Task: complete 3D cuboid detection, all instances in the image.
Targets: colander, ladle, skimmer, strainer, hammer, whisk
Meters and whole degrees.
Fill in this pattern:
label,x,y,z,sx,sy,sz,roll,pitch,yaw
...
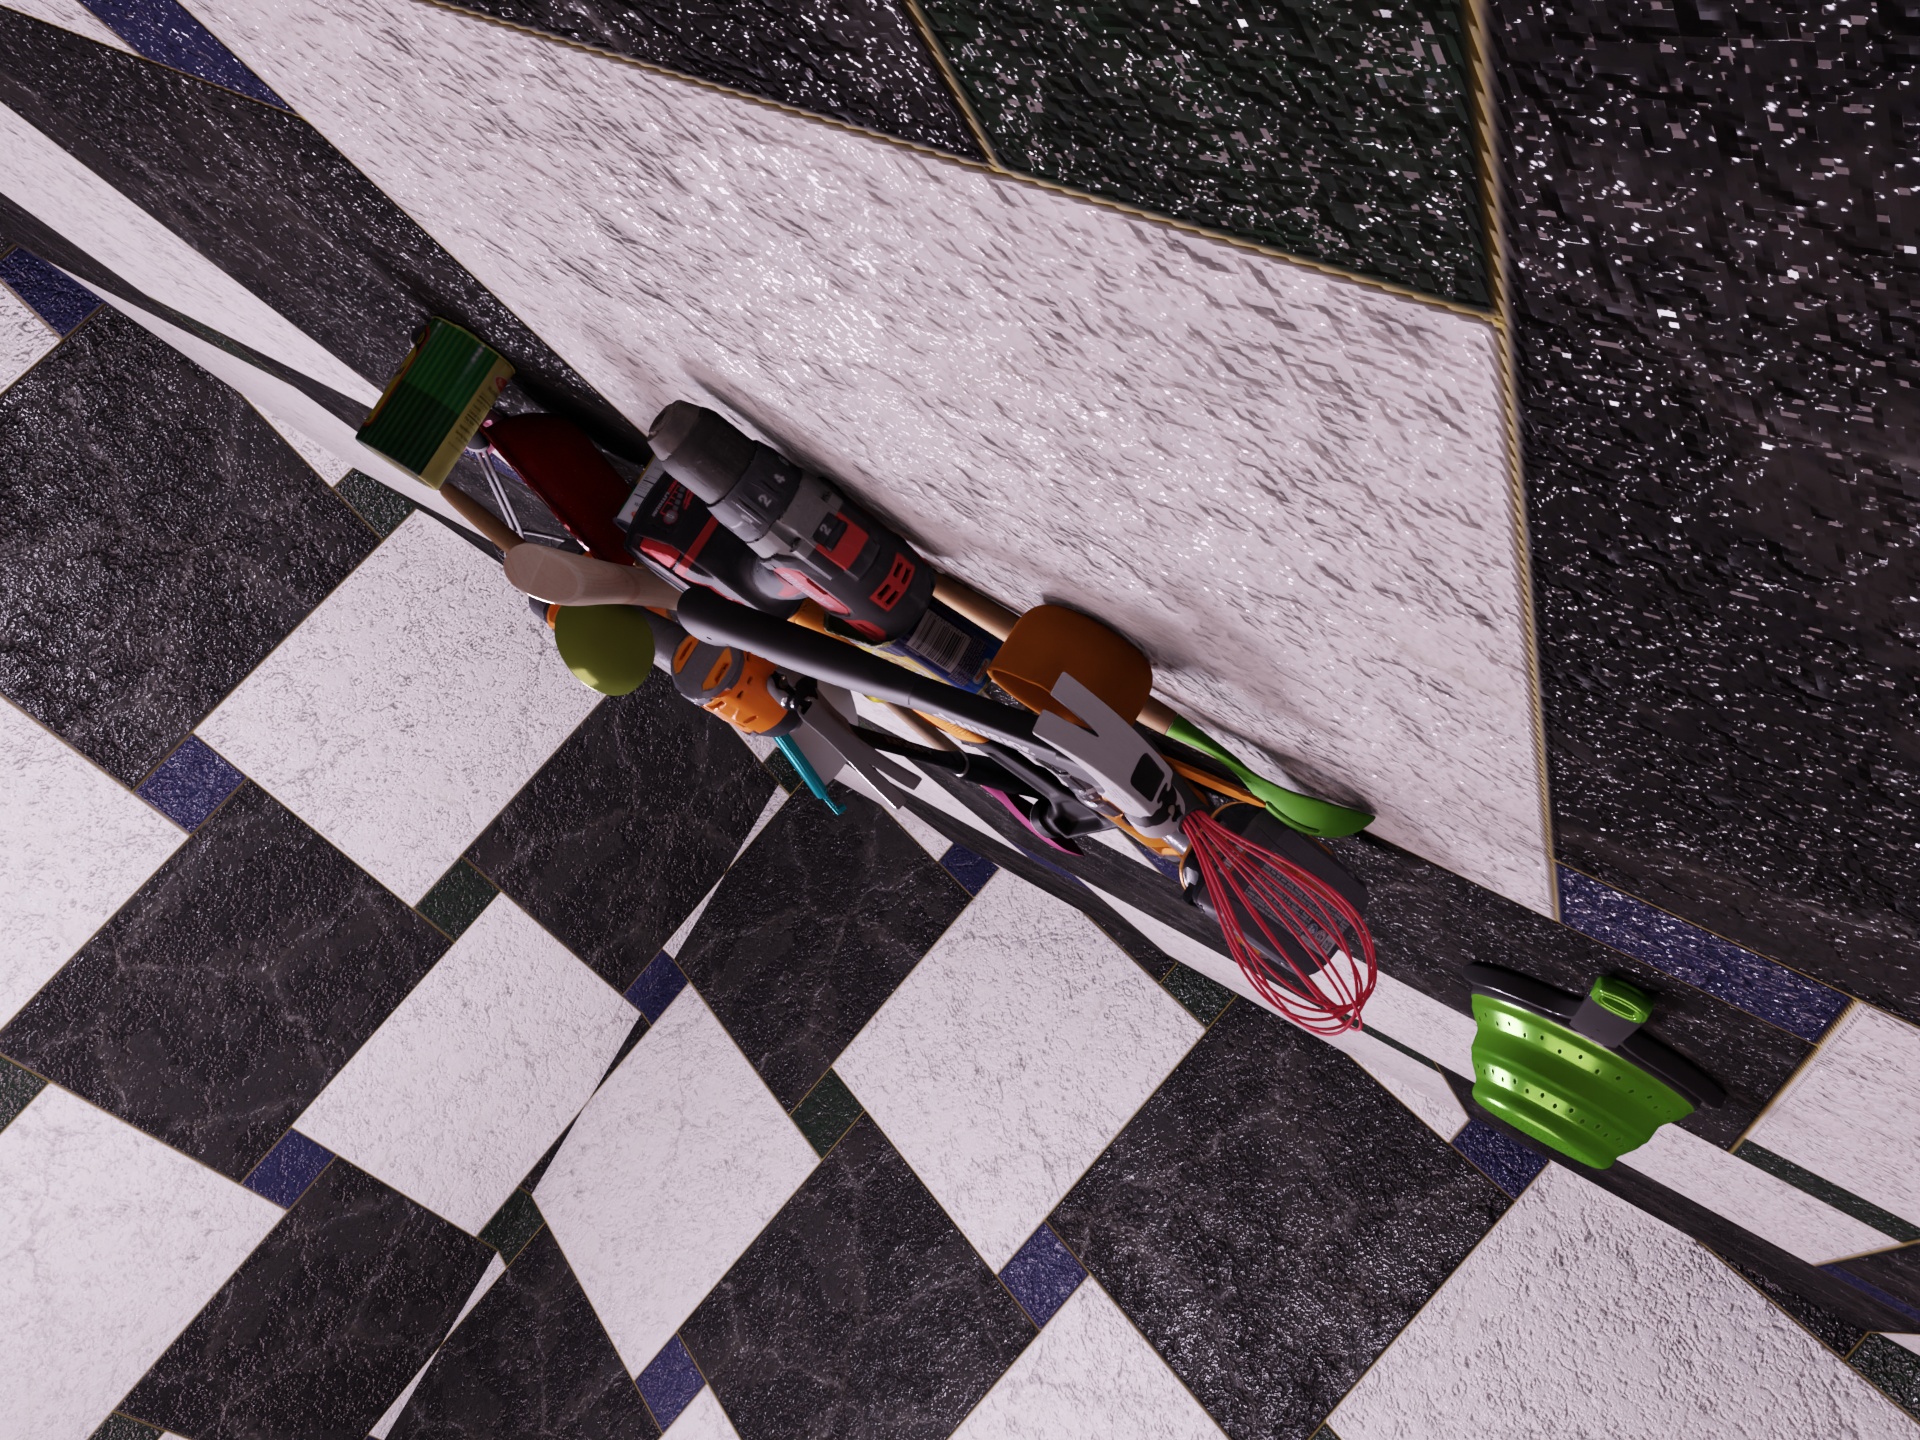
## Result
label,x,y,z,sx,sy,sz,roll,pitch,yaw
colander,0.438,0.252,1.137,0.205,0.094,0.396,28,173,22
ladle,-0.332,-0.111,1.221,0.078,0.062,0.320,12,-163,-47
skimmer,-0.365,-0.212,1.314,0.127,0.090,0.363,22,154,15
strainer,-0.179,-0.064,1.521,0.211,0.095,0.340,50,171,33
hammer,-0.036,-0.022,0.915,0.335,0.035,0.146,21,167,31
hammer,-0.207,-0.096,1.181,0.146,0.038,0.410,29,-171,19
hammer,-0.002,-0.004,1.232,0.336,0.034,0.127,35,150,-27
whisk,0.149,0.071,0.944,0.073,0.073,0.296,38,-169,-48
hammer,-0.006,0.037,1.385,0.149,0.036,0.408,43,-168,27

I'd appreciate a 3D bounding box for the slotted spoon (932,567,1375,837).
label,x,y,z,sx,sy,sz,roll,pitch,yaw
slotted spoon,0.105,-0.011,0.959,0.314,0.031,0.070,31,-179,7

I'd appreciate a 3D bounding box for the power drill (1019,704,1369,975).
label,x,y,z,sx,sy,sz,roll,pitch,yaw
power drill,0.144,0.064,1.068,0.185,0.084,0.226,36,-179,-34

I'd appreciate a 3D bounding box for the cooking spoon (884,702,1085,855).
label,x,y,z,sx,sy,sz,roll,pitch,yaw
cooking spoon,0.011,0.048,1.565,0.068,0.017,0.319,22,-167,-49

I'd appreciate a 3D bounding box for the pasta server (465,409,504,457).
label,x,y,z,sx,sy,sz,roll,pitch,yaw
pasta server,-0.322,-0.193,1.409,0.316,0.040,0.060,32,161,-19

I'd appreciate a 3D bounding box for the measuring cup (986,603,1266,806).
label,x,y,z,sx,sy,sz,roll,pitch,yaw
measuring cup,0.100,-0.010,0.883,0.174,0.052,0.095,26,172,19

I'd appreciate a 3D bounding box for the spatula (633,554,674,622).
label,x,y,z,sx,sy,sz,roll,pitch,yaw
spatula,-0.270,-0.108,1.469,0.081,0.041,0.322,55,167,34

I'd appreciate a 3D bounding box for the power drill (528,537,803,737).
label,x,y,z,sx,sy,sz,roll,pitch,yaw
power drill,-0.234,-0.058,1.332,0.227,0.084,0.164,29,175,27

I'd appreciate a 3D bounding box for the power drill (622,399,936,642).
label,x,y,z,sx,sy,sz,roll,pitch,yaw
power drill,-0.134,-0.122,0.978,0.187,0.080,0.227,36,168,-26

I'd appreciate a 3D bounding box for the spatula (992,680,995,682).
label,x,y,z,sx,sy,sz,roll,pitch,yaw
spatula,0.012,-0.041,1.114,0.059,0.018,0.316,29,179,-22
